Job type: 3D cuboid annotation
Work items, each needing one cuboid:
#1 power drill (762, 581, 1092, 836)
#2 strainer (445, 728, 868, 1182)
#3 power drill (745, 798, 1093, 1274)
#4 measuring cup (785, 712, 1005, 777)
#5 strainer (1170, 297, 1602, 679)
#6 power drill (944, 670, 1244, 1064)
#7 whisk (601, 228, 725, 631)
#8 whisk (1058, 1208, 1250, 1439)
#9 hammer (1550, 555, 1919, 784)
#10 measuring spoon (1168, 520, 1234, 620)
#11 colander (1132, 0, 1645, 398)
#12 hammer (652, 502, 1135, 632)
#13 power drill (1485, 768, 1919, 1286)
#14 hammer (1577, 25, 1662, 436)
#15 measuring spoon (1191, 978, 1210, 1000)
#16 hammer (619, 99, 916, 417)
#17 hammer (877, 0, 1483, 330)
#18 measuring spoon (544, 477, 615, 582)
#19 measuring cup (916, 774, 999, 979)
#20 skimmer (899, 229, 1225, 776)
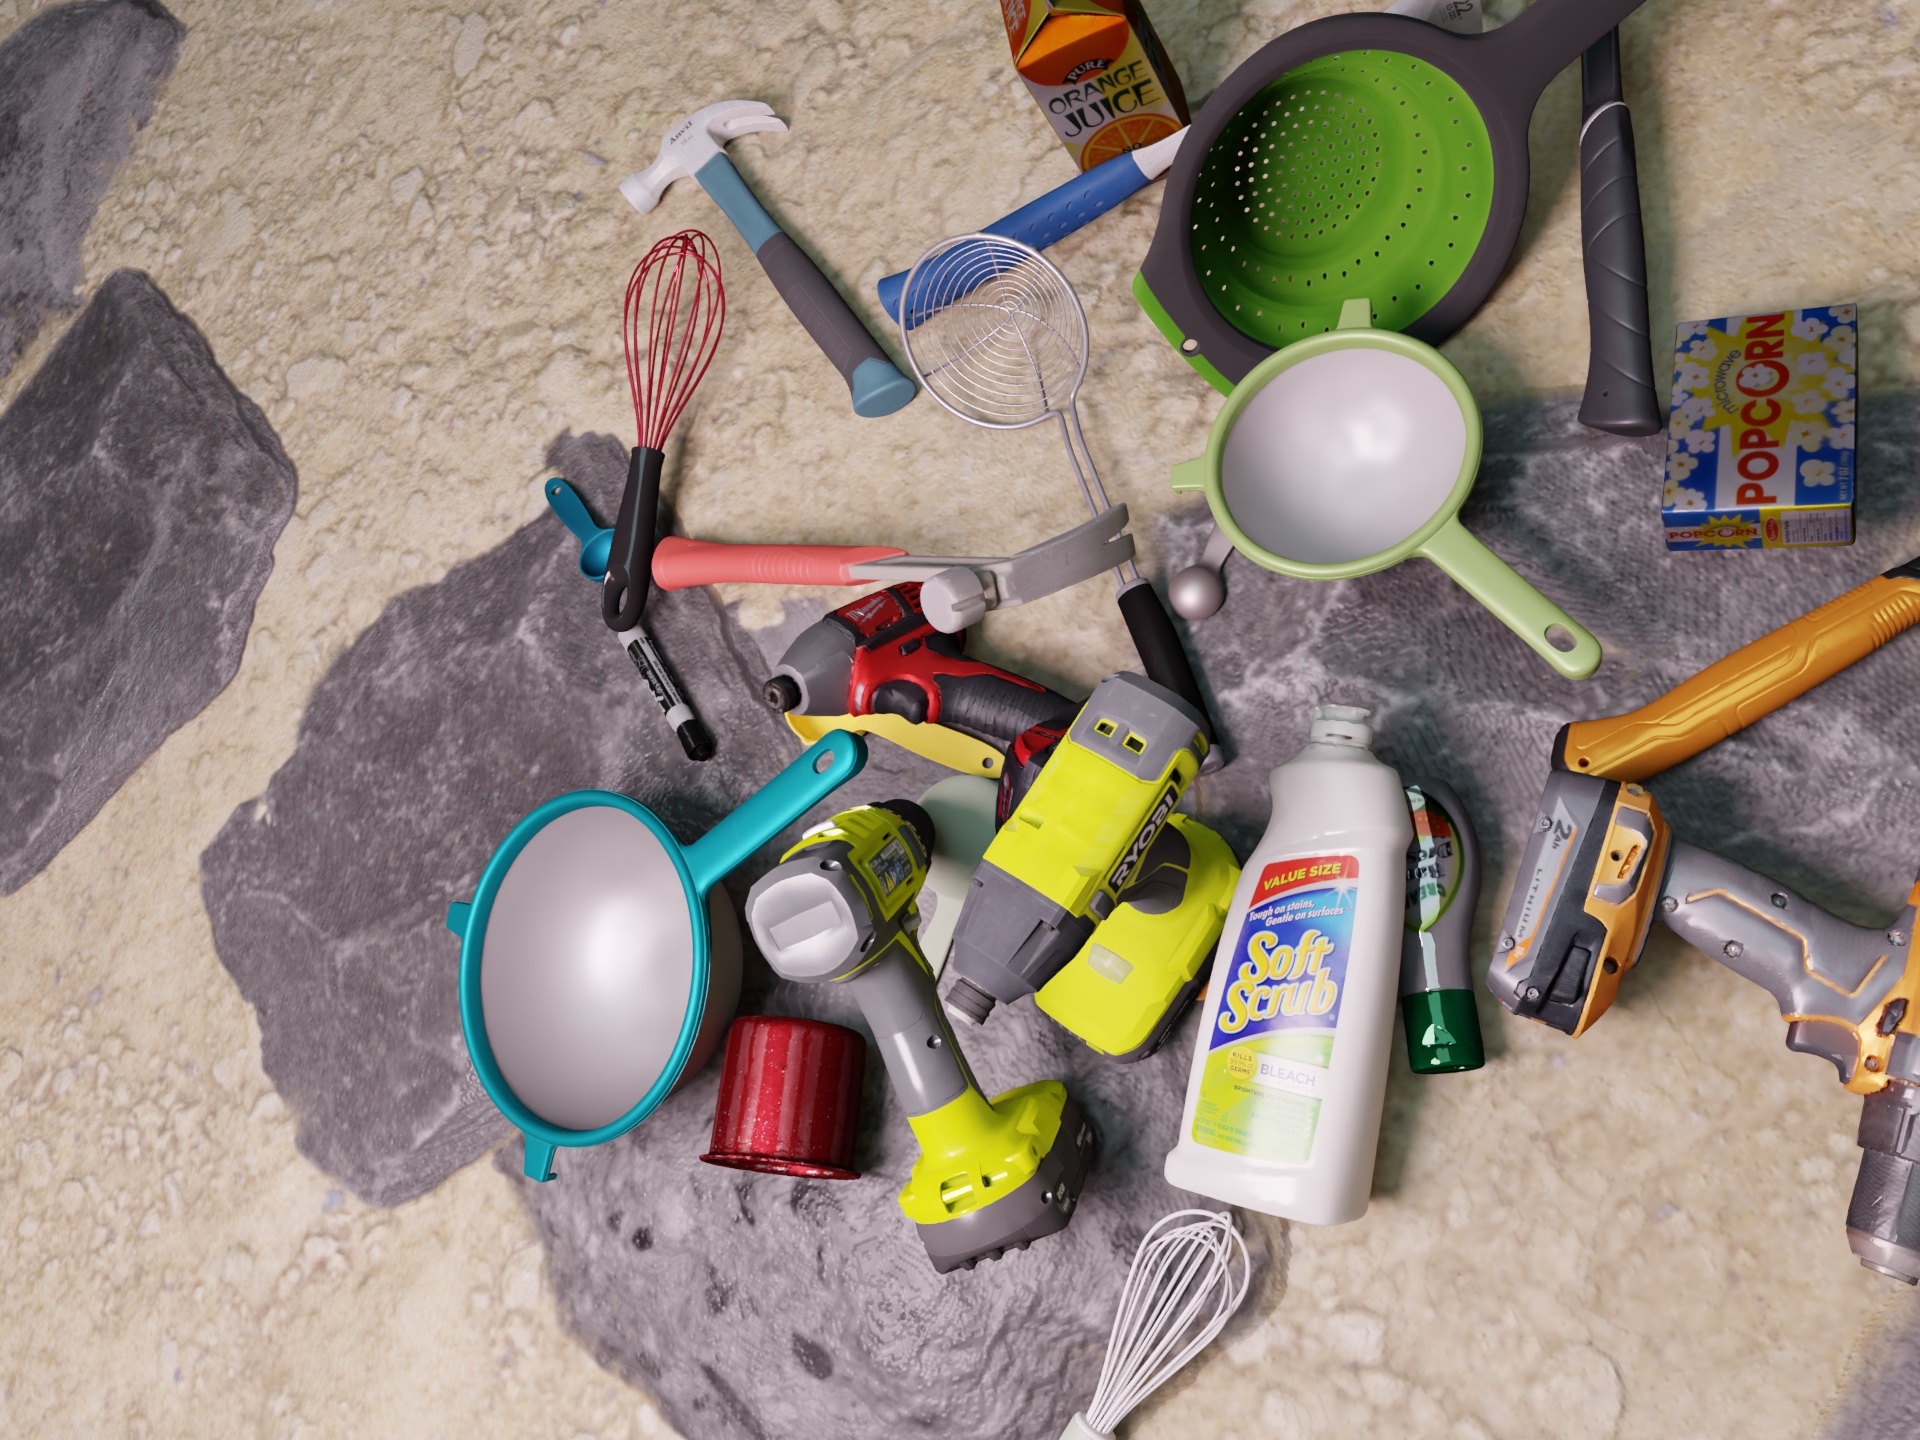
[{"bbox_3d":[-0.001,-0.003,0.914,0.220,0.143,0.078,31,130,30],"label":"power drill"},{"bbox_3d":[-0.159,0.115,0.956,0.340,0.095,0.211,-39,62,22],"label":"strainer"},{"bbox_3d":[-0.016,0.151,0.841,0.080,0.190,0.228,-26,93,16],"label":"power drill"},{"bbox_3d":[-0.037,0.007,0.998,0.156,0.029,0.062,21,83,18],"label":"measuring cup"},{"bbox_3d":[0.248,-0.103,0.866,0.151,0.069,0.257,-44,62,5],"label":"strainer"},{"bbox_3d":[0.070,0.091,0.789,0.080,0.223,0.171,30,80,26],"label":"power drill"},{"bbox_3d":[-0.214,-0.206,1.109,0.073,0.073,0.296,4,80,26],"label":"whisk"},{"bbox_3d":[0.074,0.357,0.815,0.058,0.059,0.246,31,93,2],"label":"whisk"},{"bbox_3d":[0.449,-0.046,0.771,0.337,0.034,0.127,-31,62,14],"label":"hammer"},{"bbox_3d":[0.157,-0.118,0.942,0.034,0.018,0.124,23,84,30],"label":"measuring spoon"},{"bbox_3d":[0.269,-0.350,0.880,0.397,0.204,0.095,-38,30,21],"label":"colander"},{"bbox_3d":[-0.069,-0.098,0.978,0.359,0.149,0.036,7,116,47],"label":"hammer"},{"bbox_3d":[0.361,0.132,0.726,0.226,0.084,0.185,17,83,20],"label":"power drill"},{"bbox_3d":[0.363,-0.351,0.887,0.149,0.036,0.409,-16,69,54],"label":"hammer"},{"bbox_3d":[0.096,0.122,0.901,0.117,0.011,0.021,36,83,27],"label":"measuring spoon"},{"bbox_3d":[-0.129,-0.330,1.141,0.128,0.033,0.331,-40,61,10],"label":"hammer"},{"bbox_3d":[0.126,-0.347,0.990,0.405,0.144,0.035,-22,63,27],"label":"hammer"},{"bbox_3d":[-0.272,-0.139,1.160,0.042,0.021,0.129,-42,52,0],"label":"measuring spoon"},{"bbox_3d":[-0.014,0.110,0.938,0.083,0.038,0.167,19,80,29],"label":"measuring cup"},{"bbox_3d":[0.062,-0.131,0.952,0.127,0.090,0.364,-40,59,40],"label":"skimmer"}]
